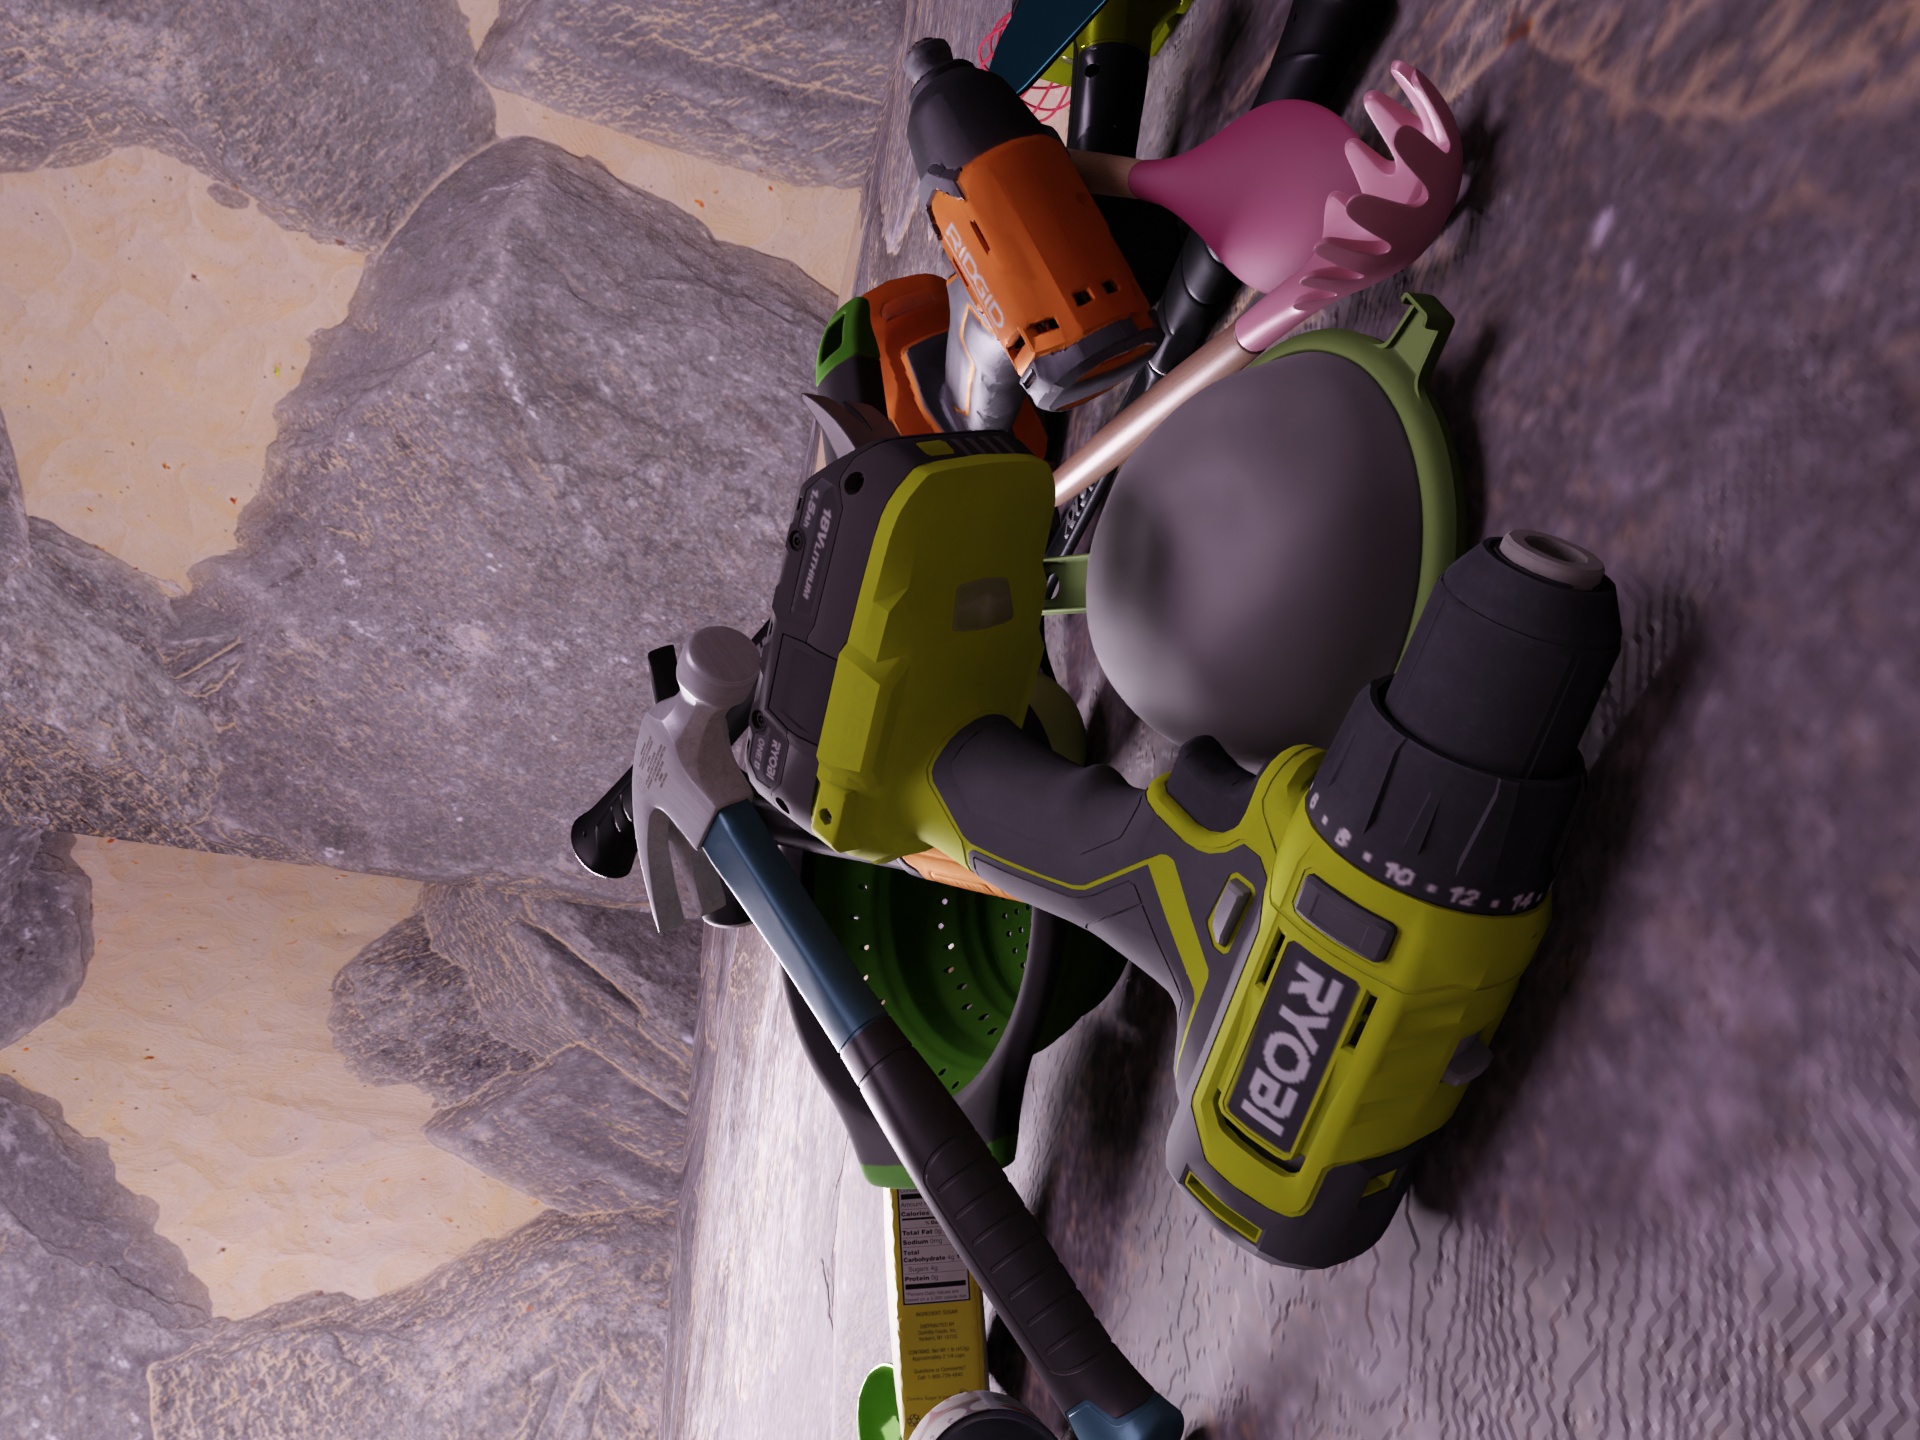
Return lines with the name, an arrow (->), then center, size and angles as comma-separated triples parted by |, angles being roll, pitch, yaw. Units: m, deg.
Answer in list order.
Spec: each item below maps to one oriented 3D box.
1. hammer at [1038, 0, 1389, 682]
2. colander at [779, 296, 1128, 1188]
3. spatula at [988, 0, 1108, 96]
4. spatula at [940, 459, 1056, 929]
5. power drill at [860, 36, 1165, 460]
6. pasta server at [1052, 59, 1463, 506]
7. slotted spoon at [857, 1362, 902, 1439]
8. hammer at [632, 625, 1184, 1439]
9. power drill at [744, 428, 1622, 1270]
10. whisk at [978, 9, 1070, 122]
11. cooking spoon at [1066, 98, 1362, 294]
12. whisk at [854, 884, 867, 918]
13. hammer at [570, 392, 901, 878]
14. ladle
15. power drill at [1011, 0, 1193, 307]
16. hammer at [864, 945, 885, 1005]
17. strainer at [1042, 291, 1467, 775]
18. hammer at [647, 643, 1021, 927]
hammer -> 0.087, -0.155, 0.726 | 0.408, 0.036, 0.149 | 117, 159, -55
colander -> -0.001, -0.002, 0.707 | 0.204, 0.094, 0.397 | -28, 64, 49
spatula -> 0.022, -0.248, 0.827 | 0.317, 0.044, 0.082 | 102, 163, -48
spatula -> 0.019, -0.004, 0.974 | 0.060, 0.018, 0.315 | -107, 28, -72
power drill -> 0.002, -0.195, 0.739 | 0.164, 0.084, 0.226 | 62, 162, 4
pasta server -> 0.090, -0.139, 0.603 | 0.316, 0.040, 0.060 | -29, 39, 67
slotted spoon -> -0.008, 0.392, 0.758 | 0.314, 0.031, 0.070 | -178, 97, -77
hammer -> -0.027, 0.126, 0.583 | 0.331, 0.033, 0.128 | 54, 138, 19
power drill -> 0.050, 0.008, 0.429 | 0.229, 0.080, 0.190 | 34, 122, 34
whisk -> 0.074, -0.431, 0.964 | 0.296, 0.073, 0.073 | -175, 94, -73
cooking spoon -> 0.062, -0.229, 0.670 | 0.319, 0.017, 0.068 | 37, 129, 54
whisk -> -0.058, 0.110, 0.994 | 0.239, 0.055, 0.055 | 165, 114, -78
hammer -> -0.109, -0.012, 0.748 | 0.334, 0.035, 0.146 | -40, 56, 45
ladle -> 0.005, 0.084, 0.877 | 0.320, 0.062, 0.078 | 109, 146, -50
power drill -> 0.066, -0.301, 0.847 | 0.171, 0.080, 0.223 | 151, 124, -75
hammer -> -0.049, 0.166, 1.060 | 0.411, 0.038, 0.146 | -129, 51, -80
strainer -> 0.058, -0.052, 0.542 | 0.256, 0.069, 0.151 | 6, 92, 64
hammer -> -0.004, 0.037, 0.576 | 0.337, 0.034, 0.127 | 6, 110, 47
